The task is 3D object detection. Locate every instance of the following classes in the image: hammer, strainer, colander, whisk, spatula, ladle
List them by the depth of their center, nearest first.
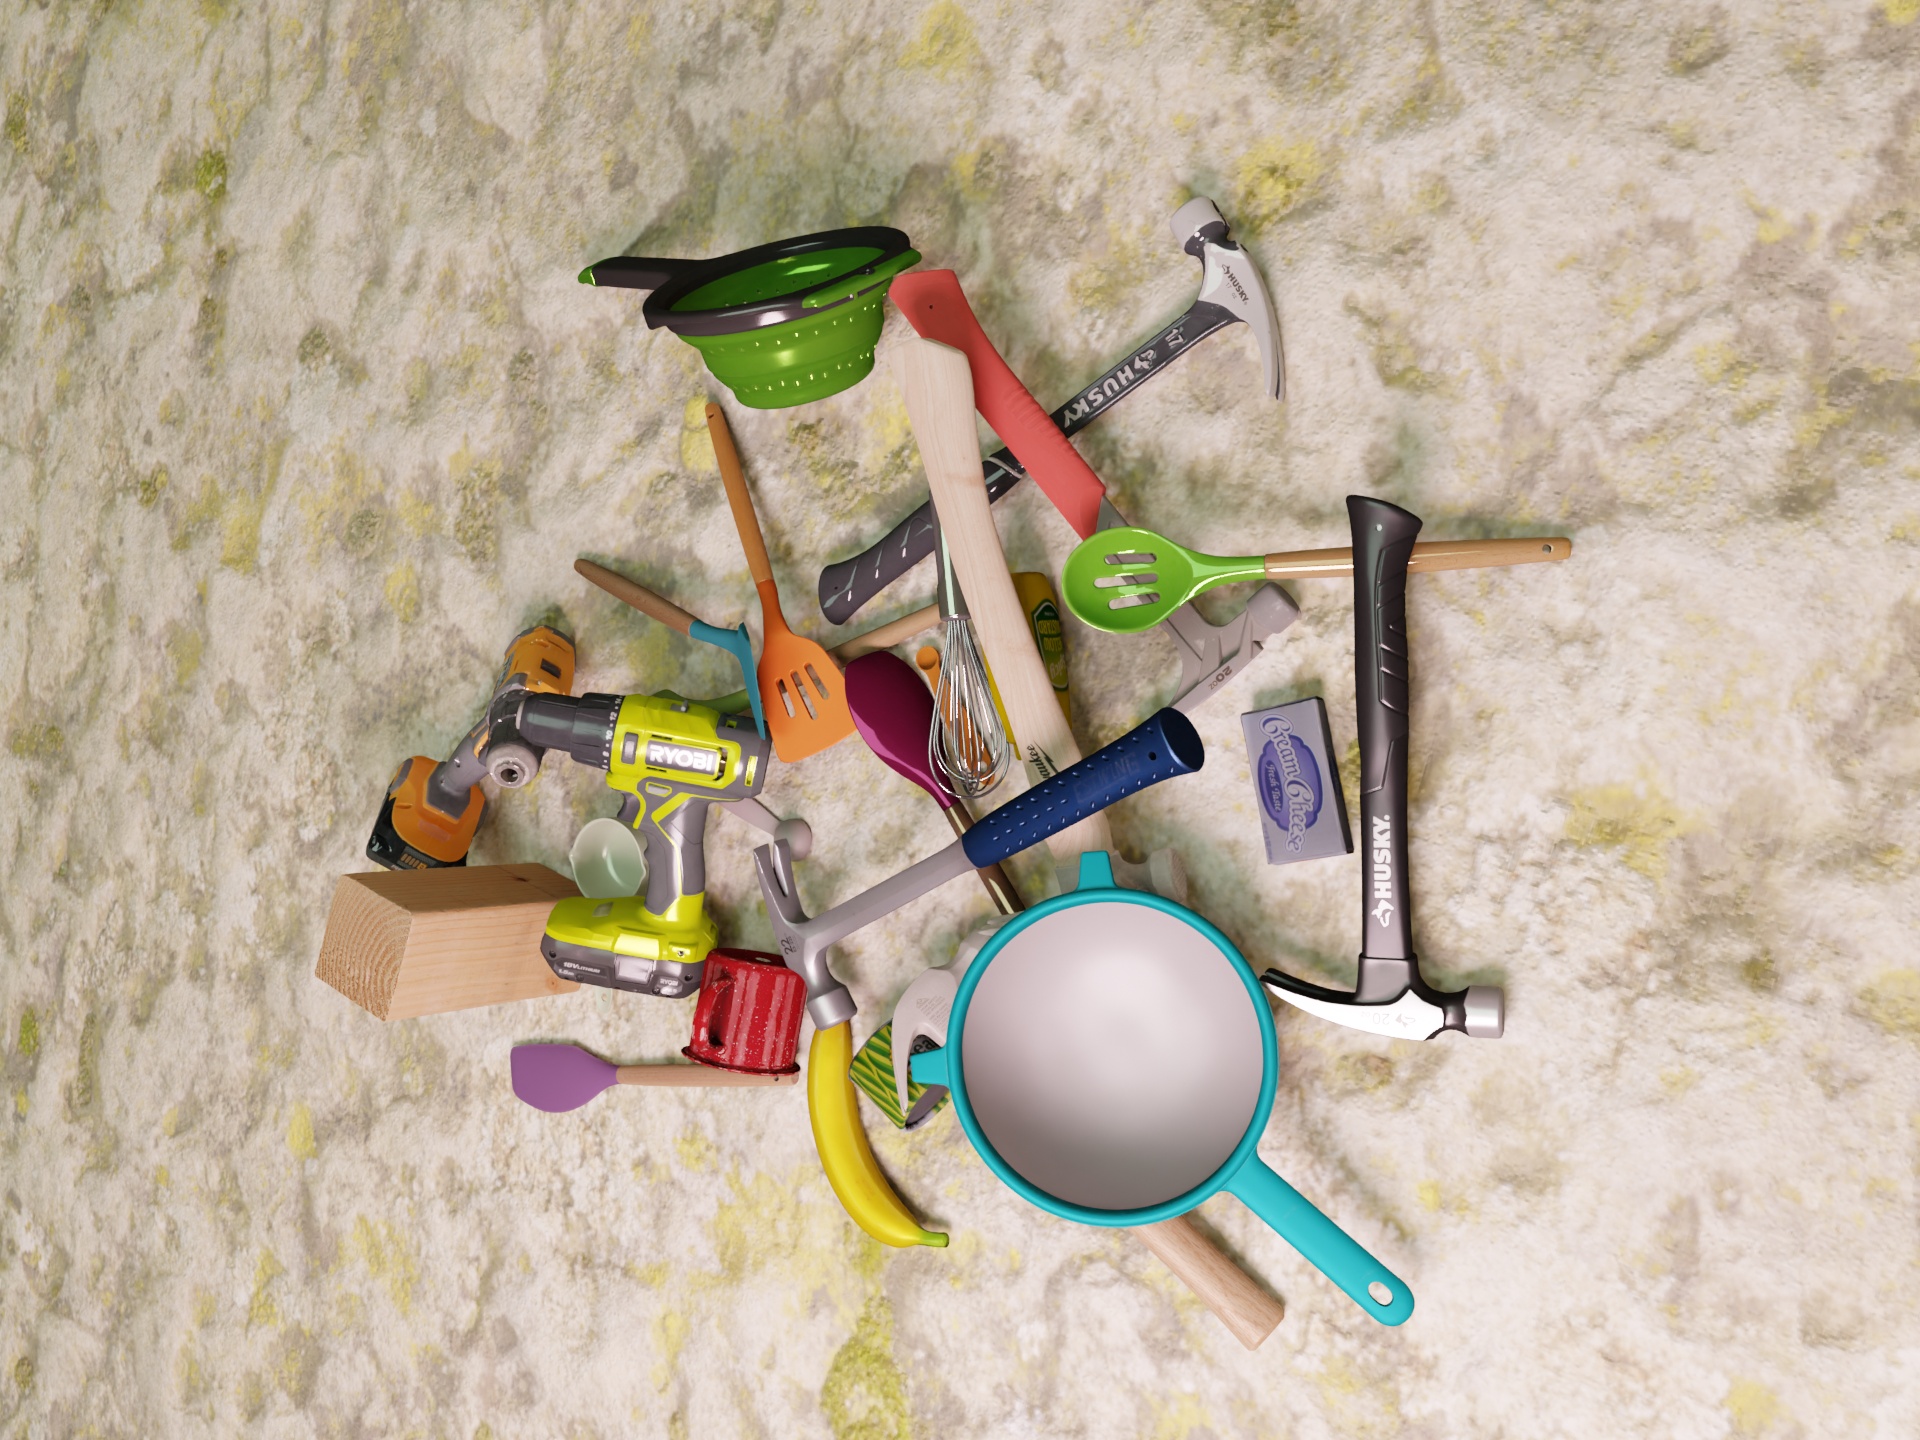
[{"bbox_3d":[0.255,0.029,0.980,0.146,0.035,0.335,-1,95,23],"label":"hammer"},{"bbox_3d":[0.149,0.257,1.030,0.340,0.095,0.211,40,90,13],"label":"strainer"},{"bbox_3d":[-0.002,0.086,1.070,0.405,0.035,0.144,-32,80,41],"label":"hammer"},{"bbox_3d":[0.023,-0.053,1.074,0.146,0.038,0.410,-17,95,19],"label":"hammer"},{"bbox_3d":[0.081,0.295,1.082,0.331,0.031,0.130,42,68,19],"label":"hammer"},{"bbox_3d":[0.064,-0.161,1.092,0.149,0.036,0.359,-41,82,22],"label":"hammer"},{"bbox_3d":[-0.003,-0.066,1.141,0.059,0.058,0.246,-6,90,-6],"label":"whisk"},{"bbox_3d":[0.050,-0.189,1.145,0.409,0.036,0.149,-35,72,26],"label":"hammer"},{"bbox_3d":[-0.154,-0.121,1.244,0.081,0.041,0.323,-28,61,15],"label":"spatula"},{"bbox_3d":[-0.130,-0.031,1.248,0.320,0.062,0.078,-23,82,21],"label":"ladle"},{"bbox_3d":[-0.181,-0.314,1.253,0.397,0.204,0.094,19,133,45],"label":"colander"},{"bbox_3d":[-0.234,-0.079,1.270,0.318,0.044,0.082,27,133,42],"label":"spatula"},{"bbox_3d":[-0.262,0.296,1.319,0.316,0.018,0.060,-8,86,31],"label":"spatula"}]

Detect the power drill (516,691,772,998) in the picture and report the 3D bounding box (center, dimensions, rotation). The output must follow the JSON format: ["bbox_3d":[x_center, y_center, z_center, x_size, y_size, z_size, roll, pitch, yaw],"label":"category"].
[{"bbox_3d":[-0.257,0.088,1.235,0.190,0.080,0.228,11,107,-5],"label":"power drill"}]

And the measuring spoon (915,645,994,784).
[{"bbox_3d":[-0.002,-0.004,1.184,0.021,0.011,0.117,-32,76,23],"label":"measuring spoon"}]

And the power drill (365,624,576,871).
[{"bbox_3d":[-0.407,0.044,1.337,0.226,0.084,0.186,-45,27,22],"label":"power drill"}]

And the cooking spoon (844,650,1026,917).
[{"bbox_3d":[0.008,0.084,1.153,0.319,0.069,0.017,60,149,13],"label":"cooking spoon"}]

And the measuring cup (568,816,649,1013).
[{"bbox_3d":[-0.286,0.161,1.331,0.083,0.038,0.167,8,99,28],"label":"measuring cup"}]

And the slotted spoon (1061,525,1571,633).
[{"bbox_3d":[0.220,-0.097,1.009,0.314,0.031,0.070,-3,94,17],"label":"slotted spoon"}]

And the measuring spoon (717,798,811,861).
[{"bbox_3d":[-0.169,0.075,1.273,0.124,0.018,0.034,30,103,29],"label":"measuring spoon"}]
